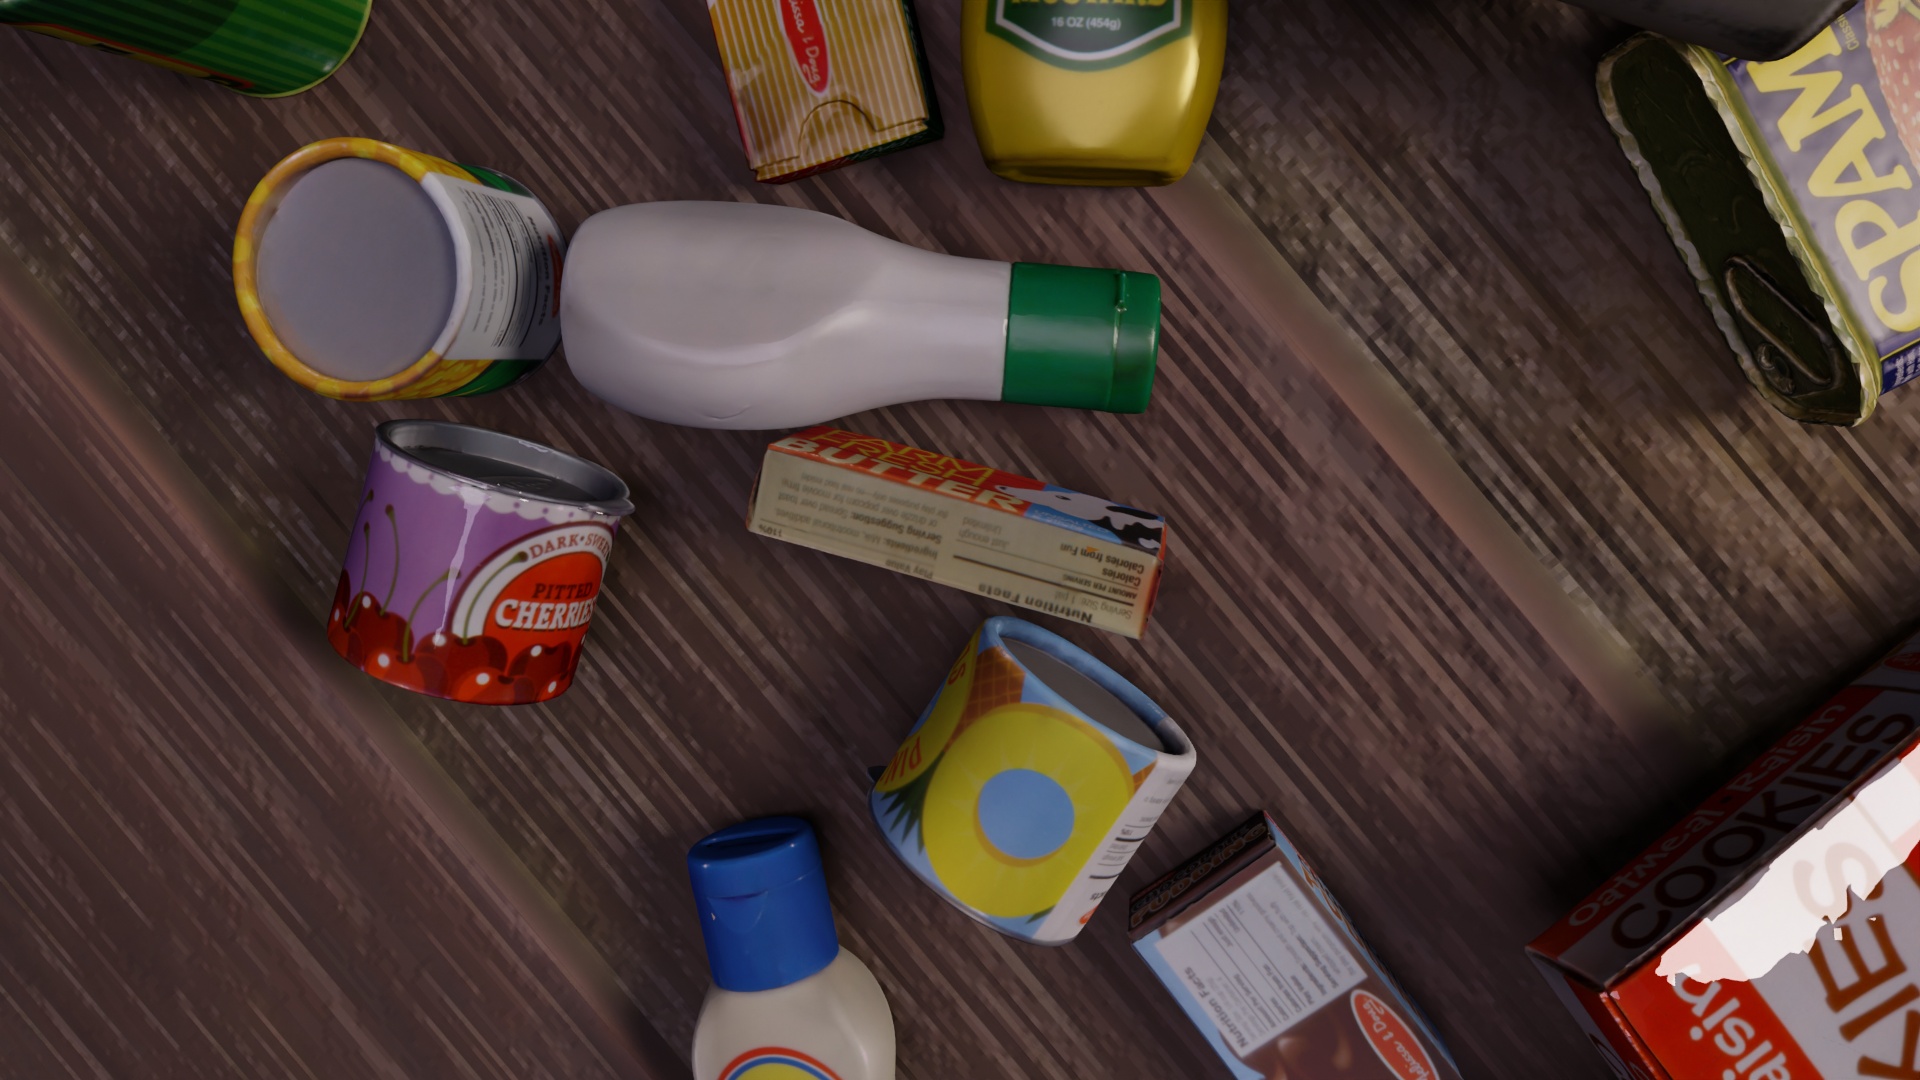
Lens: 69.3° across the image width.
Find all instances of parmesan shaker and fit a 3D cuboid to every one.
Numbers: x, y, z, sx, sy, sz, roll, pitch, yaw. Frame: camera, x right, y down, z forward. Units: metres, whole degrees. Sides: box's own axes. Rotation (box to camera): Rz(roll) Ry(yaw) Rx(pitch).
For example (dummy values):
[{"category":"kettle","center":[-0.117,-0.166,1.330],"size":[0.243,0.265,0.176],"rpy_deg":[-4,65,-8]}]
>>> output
[{"category":"parmesan shaker","center":[-0.208,-0.156,0.347],"size":[0.071,0.103,0.071],"rpy_deg":[1,98,9]}]

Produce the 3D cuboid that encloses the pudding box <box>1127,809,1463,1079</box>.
[{"category":"pudding box","center":[0.089,0.122,0.375],"size":[0.049,0.030,0.083],"rpy_deg":[-38,91,10]}]

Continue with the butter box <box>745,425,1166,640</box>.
[{"category":"butter box","center":[0.001,-0.005,0.360],"size":[0.103,0.053,0.024],"rpy_deg":[15,102,7]}]

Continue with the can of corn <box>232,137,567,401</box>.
[{"category":"can of corn","center":[-0.149,-0.070,0.371],"size":[0.071,0.058,0.071],"rpy_deg":[1,97,8]}]

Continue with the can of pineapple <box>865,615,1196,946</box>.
[{"category":"can of pineapple","center":[0.017,0.059,0.359],"size":[0.071,0.071,0.057],"rpy_deg":[33,100,3]}]

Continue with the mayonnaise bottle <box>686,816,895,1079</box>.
[{"category":"mayonnaise bottle","center":[-0.045,0.154,0.393],"size":[0.065,0.041,0.148],"rpy_deg":[-10,96,12]}]

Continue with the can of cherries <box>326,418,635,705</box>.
[{"category":"can of cherries","center":[-0.127,0.006,0.373],"size":[0.071,0.071,0.058],"rpy_deg":[20,100,5]}]

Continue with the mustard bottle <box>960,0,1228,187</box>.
[{"category":"mustard bottle","center":[0.034,-0.169,0.337],"size":[0.065,0.049,0.160],"rpy_deg":[2,98,7]}]

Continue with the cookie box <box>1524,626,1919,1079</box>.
[{"category":"cookie box","center":[0.237,0.097,0.322],"size":[0.167,0.040,0.123],"rpy_deg":[-36,91,-5]}]

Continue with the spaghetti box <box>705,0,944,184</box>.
[{"category":"spaghetti box","center":[-0.058,-0.220,0.354],"size":[0.050,0.029,0.249],"rpy_deg":[-13,95,10]}]

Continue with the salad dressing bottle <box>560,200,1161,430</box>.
[{"category":"salad dressing bottle","center":[-0.024,-0.056,0.358],"size":[0.148,0.043,0.064],"rpy_deg":[5,54,2]}]
